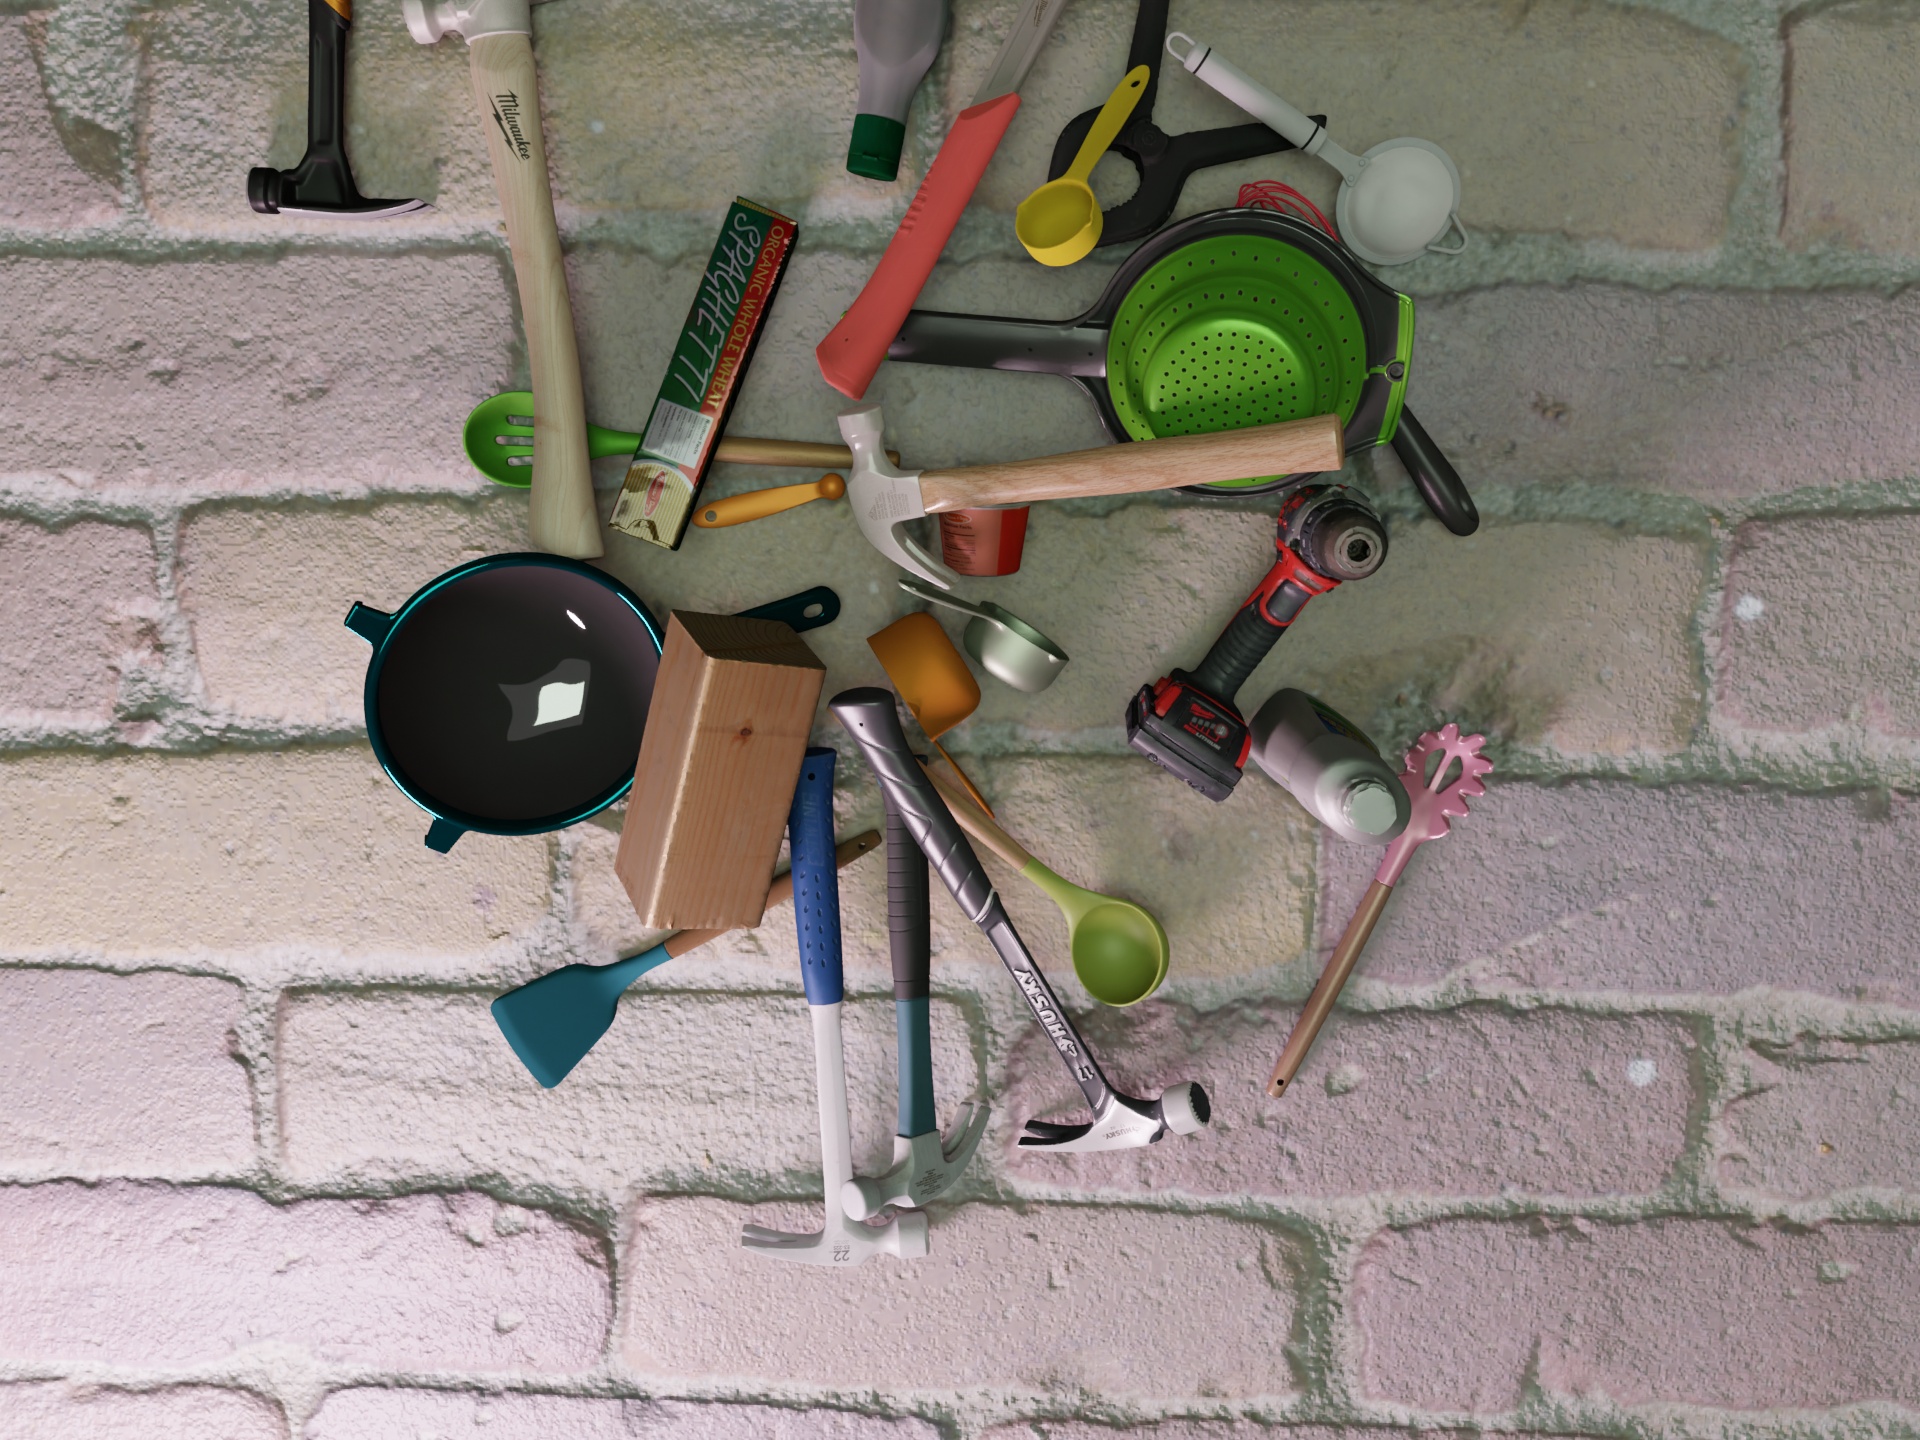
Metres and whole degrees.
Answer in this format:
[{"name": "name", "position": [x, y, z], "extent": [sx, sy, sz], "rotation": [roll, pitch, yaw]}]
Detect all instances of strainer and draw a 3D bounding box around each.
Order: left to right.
[{"name": "strainer", "position": [-0.258, -0.050, 1.155], "extent": [0.340, 0.095, 0.210], "rotation": [-19, 118, -16]}, {"name": "strainer", "position": [0.246, -0.388, 1.081], "extent": [0.258, 0.050, 0.087], "rotation": [31, 115, -10]}]

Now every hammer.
[{"name": "hammer", "position": [-0.433, -0.524, 1.110], "extent": [0.127, 0.034, 0.337], "rotation": [4, 99, 2]}, {"name": "hammer", "position": [-0.286, -0.318, 1.116], "extent": [0.146, 0.038, 0.410], "rotation": [-8, 93, 2]}, {"name": "hammer", "position": [-0.106, 0.222, 1.194], "extent": [0.144, 0.035, 0.405], "rotation": [-4, 101, -5]}, {"name": "hammer", "position": [-0.037, 0.191, 1.179], "extent": [0.033, 0.128, 0.331], "rotation": [-1, 91, 47]}, {"name": "hammer", "position": [0.011, -0.379, 1.077], "extent": [0.149, 0.036, 0.359], "rotation": [30, 95, 22]}, {"name": "hammer", "position": [0.023, 0.150, 1.149], "extent": [0.149, 0.036, 0.408], "rotation": [-24, 106, 27]}, {"name": "hammer", "position": [0.084, -0.161, 1.051], "extent": [0.331, 0.031, 0.130], "rotation": [-4, 112, 18]}]

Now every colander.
[{"name": "colander", "position": [0.102, -0.239, 1.077], "extent": [0.397, 0.095, 0.204], "rotation": [7, 120, 10]}]

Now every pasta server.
[{"name": "pasta server", "position": [0.303, 0.146, 1.184], "extent": [0.060, 0.040, 0.316], "rotation": [27, 100, 10]}]

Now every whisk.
[{"name": "whisk", "position": [0.279, -0.250, 1.115], "extent": [0.073, 0.073, 0.295], "rotation": [-36, 101, 7]}]

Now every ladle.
[{"name": "ladle", "position": [0.026, 0.093, 1.155], "extent": [0.320, 0.062, 0.078], "rotation": [40, 114, -12]}]

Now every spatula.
[{"name": "spatula", "position": [-0.198, 0.166, 1.202], "extent": [0.317, 0.044, 0.082], "rotation": [-29, 101, 5]}]

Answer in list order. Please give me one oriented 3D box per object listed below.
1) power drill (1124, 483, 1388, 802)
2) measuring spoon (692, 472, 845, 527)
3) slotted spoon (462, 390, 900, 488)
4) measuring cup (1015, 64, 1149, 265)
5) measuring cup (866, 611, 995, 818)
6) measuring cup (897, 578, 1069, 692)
[{"name": "power drill", "position": [0.208, -0.059, 1.084], "extent": [0.080, 0.188, 0.226], "rotation": [33, 103, -3]}, {"name": "measuring spoon", "position": [-0.141, -0.160, 1.166], "extent": [0.117, 0.011, 0.021], "rotation": [-13, 98, 4]}, {"name": "slotted spoon", "position": [-0.201, -0.197, 1.156], "extent": [0.313, 0.031, 0.070], "rotation": [3, 96, 0]}, {"name": "measuring cup", "position": [0.092, -0.373, 1.074], "extent": [0.062, 0.029, 0.156], "rotation": [23, 77, 33]}, {"name": "measuring cup", "position": [-0.002, -0.004, 1.160], "extent": [0.052, 0.095, 0.173], "rotation": [-34, 115, 0]}, {"name": "measuring cup", "position": [0.007, -0.060, 1.112], "extent": [0.167, 0.083, 0.038], "rotation": [18, 109, -46]}]
